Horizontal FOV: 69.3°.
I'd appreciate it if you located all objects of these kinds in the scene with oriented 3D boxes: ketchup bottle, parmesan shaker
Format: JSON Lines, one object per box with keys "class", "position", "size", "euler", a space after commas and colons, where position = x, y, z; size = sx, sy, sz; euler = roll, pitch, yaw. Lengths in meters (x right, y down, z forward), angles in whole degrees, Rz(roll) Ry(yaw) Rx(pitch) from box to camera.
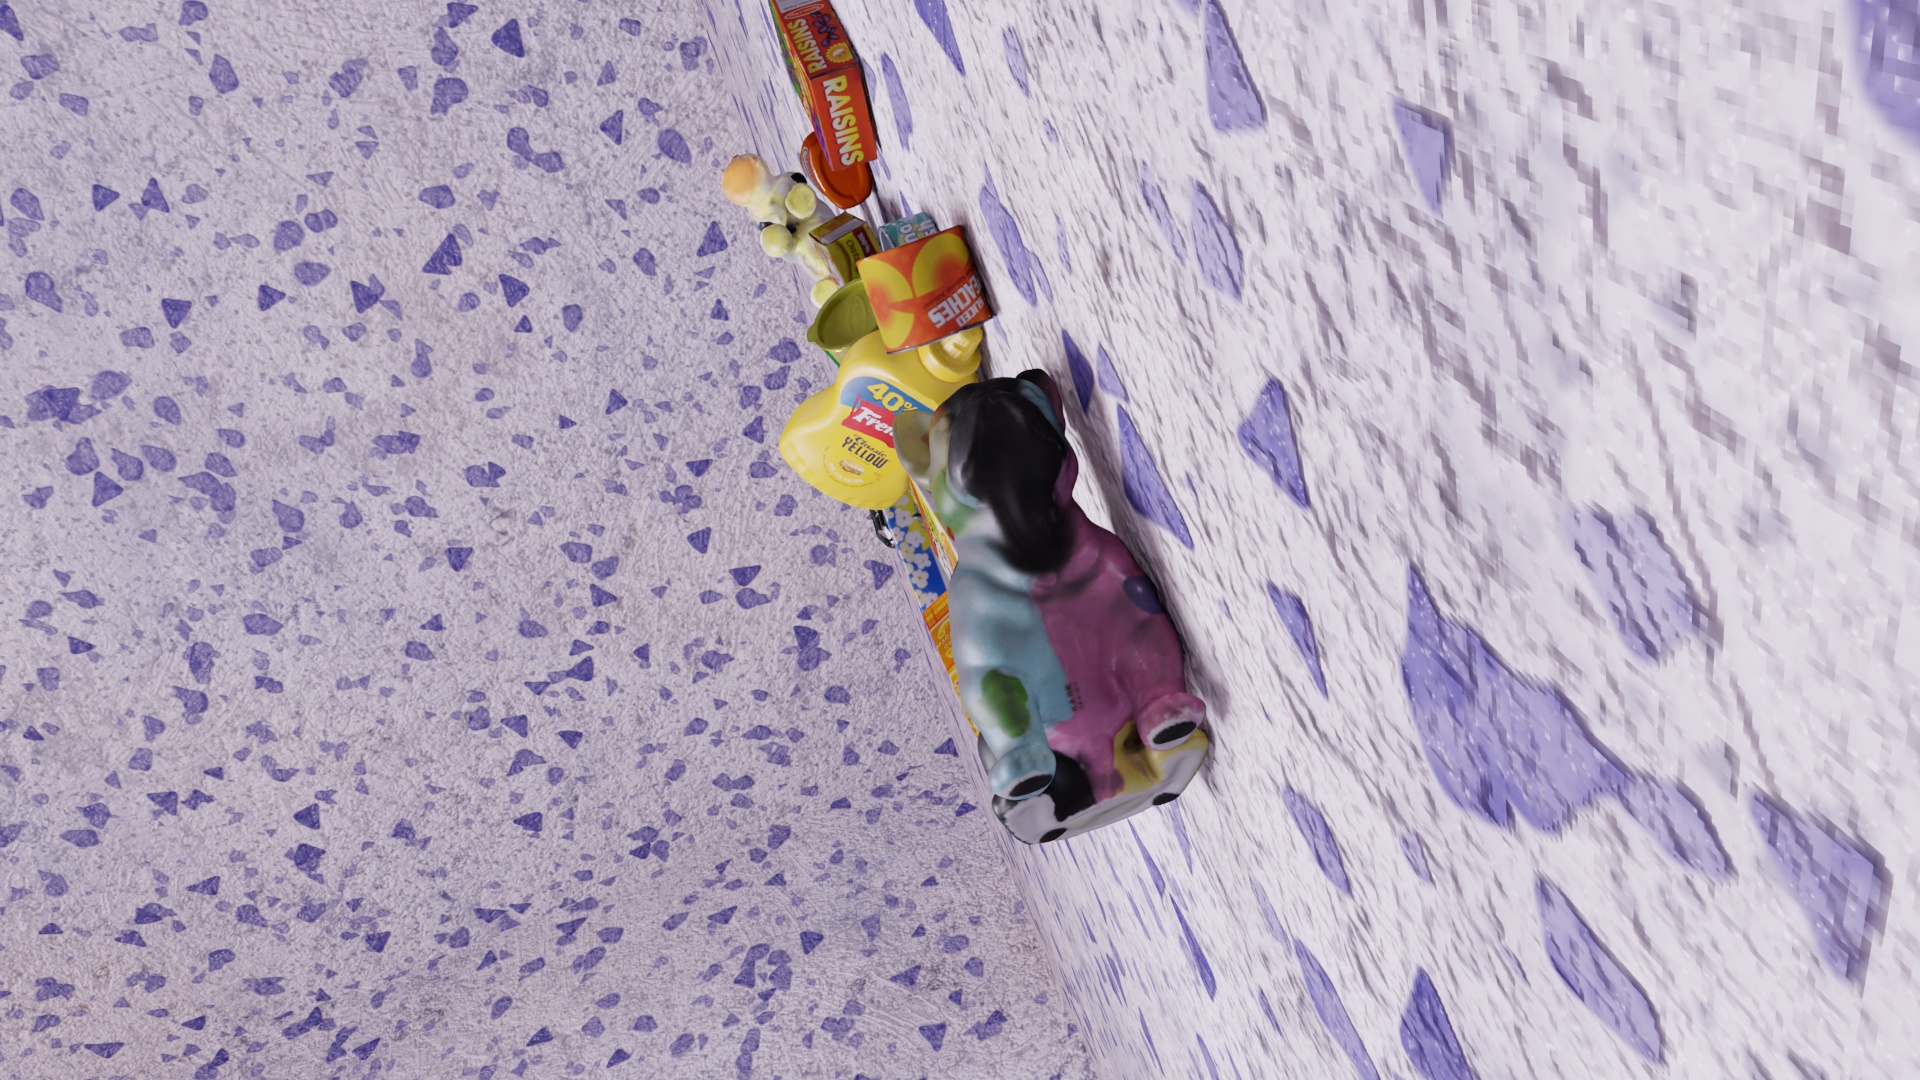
{"class": "ketchup bottle", "position": [-0.109, -0.316, 1.164], "size": [0.064, 0.043, 0.149], "euler": [63, 178, -22]}
{"class": "parmesan shaker", "position": [-0.052, -0.131, 0.997], "size": [0.103, 0.071, 0.071], "euler": [47, -168, -44]}

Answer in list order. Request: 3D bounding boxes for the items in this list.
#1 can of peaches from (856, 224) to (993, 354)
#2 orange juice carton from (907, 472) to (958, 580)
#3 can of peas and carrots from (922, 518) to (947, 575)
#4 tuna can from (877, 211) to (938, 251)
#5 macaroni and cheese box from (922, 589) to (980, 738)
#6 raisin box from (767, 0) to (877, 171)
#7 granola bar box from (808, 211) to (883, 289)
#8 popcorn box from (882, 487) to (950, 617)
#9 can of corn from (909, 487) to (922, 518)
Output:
{"class": "can of peaches", "position": [-0.020, -0.146, 0.808], "size": [0.071, 0.071, 0.058], "euler": [-136, 26, -77]}
{"class": "orange juice carton", "position": [0.020, -0.009, 0.894], "size": [0.193, 0.072, 0.072], "euler": [-121, 12, -61]}
{"class": "can of peas and carrots", "position": [0.004, -0.014, 1.100], "size": [0.071, 0.059, 0.071], "euler": [163, 87, -85]}
{"class": "tuna can", "position": [-0.028, -0.183, 0.918], "size": [0.071, 0.033, 0.071], "euler": [162, 87, -85]}
{"class": "macaroni and cheese box", "position": [0.040, 0.122, 1.098], "size": [0.123, 0.040, 0.167], "euler": [41, -169, -32]}
{"class": "raisin box", "position": [-0.100, -0.342, 1.010], "size": [0.085, 0.040, 0.124], "euler": [79, 170, -56]}
{"class": "granola bar box", "position": [-0.060, -0.175, 1.101], "size": [0.165, 0.039, 0.124], "euler": [61, 178, -20]}
{"class": "popcorn box", "position": [-0.015, -0.011, 1.154], "size": [0.038, 0.085, 0.126], "euler": [-135, 25, -79]}
{"class": "can of corn", "position": [-0.012, -0.055, 1.036], "size": [0.071, 0.071, 0.058], "euler": [-134, 25, -76]}
